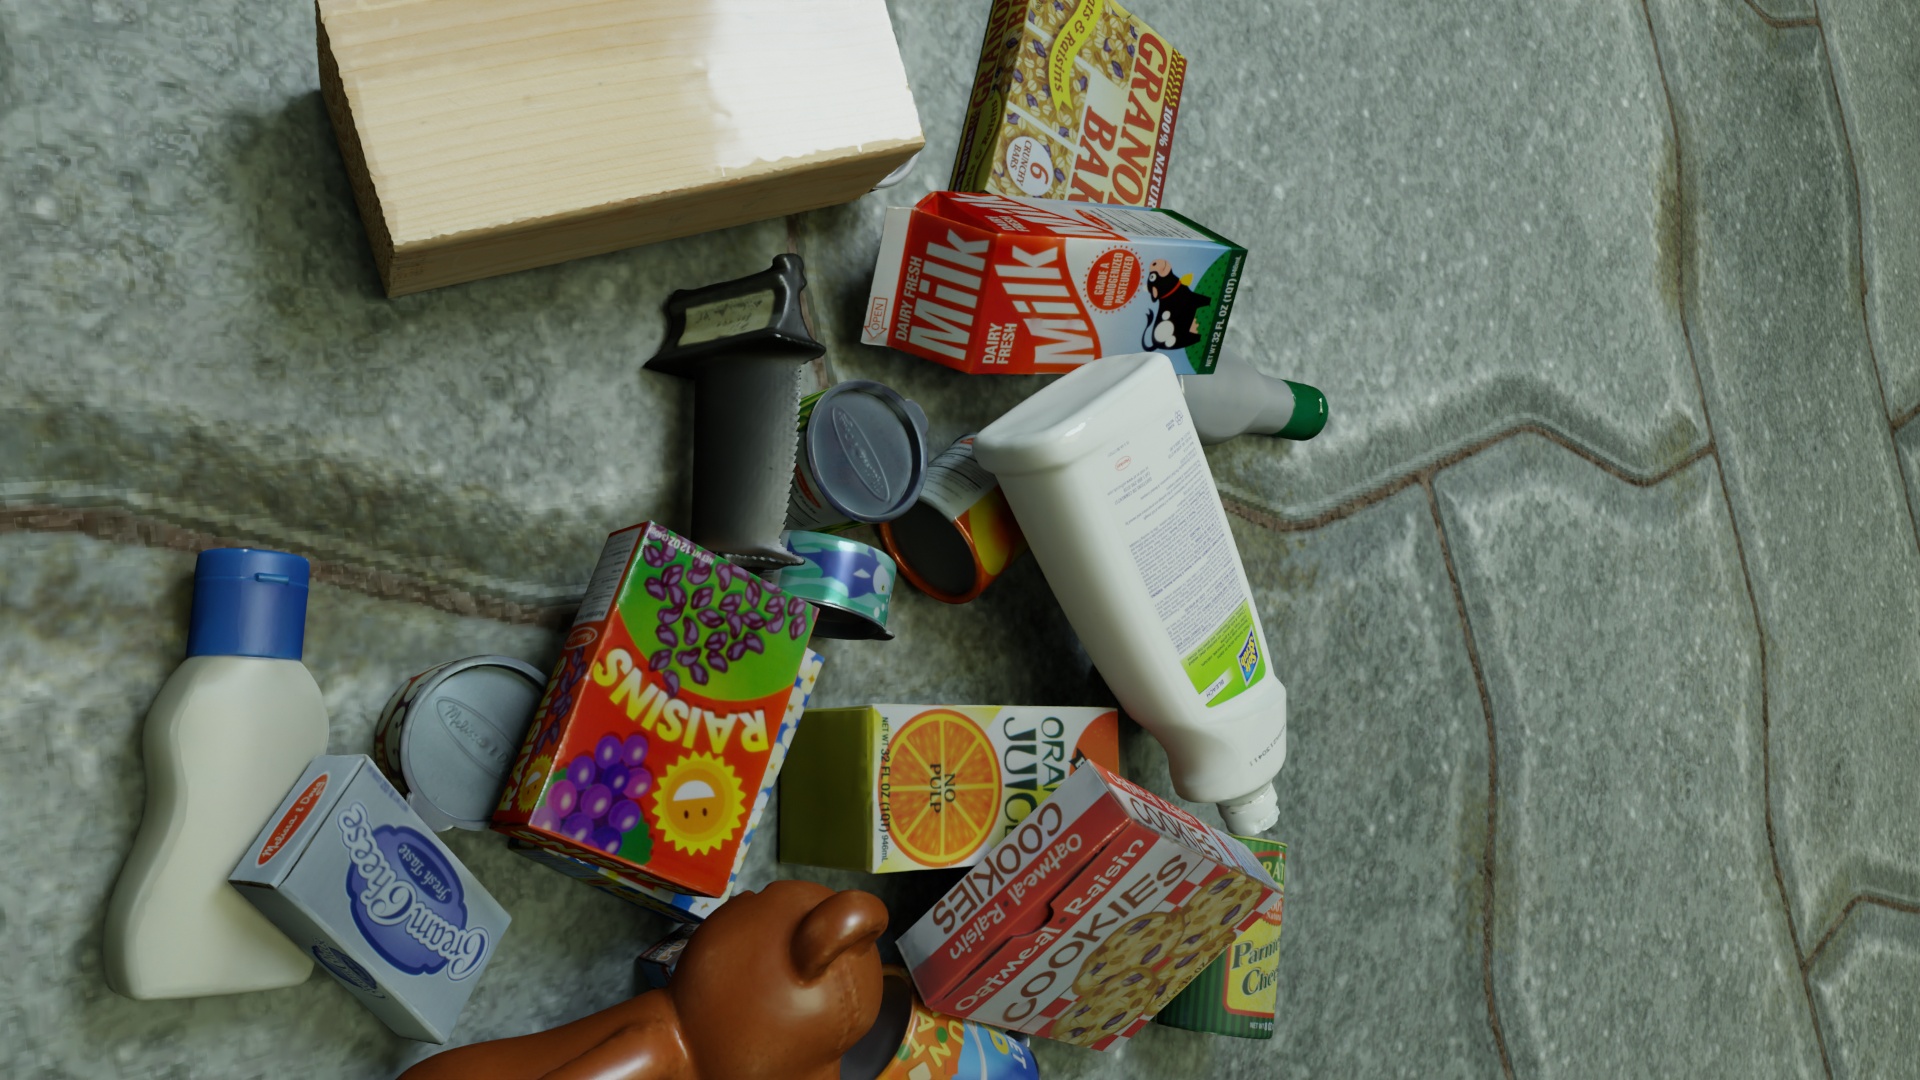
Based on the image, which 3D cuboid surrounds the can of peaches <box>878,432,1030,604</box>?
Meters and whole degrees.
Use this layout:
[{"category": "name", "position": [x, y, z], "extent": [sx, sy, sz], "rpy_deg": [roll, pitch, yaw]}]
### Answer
[{"category": "can of peaches", "position": [0.002, -0.009, 0.684], "extent": [0.058, 0.071, 0.071], "rpy_deg": [-40, 108, -36]}]

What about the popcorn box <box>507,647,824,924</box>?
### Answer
[{"category": "popcorn box", "position": [-0.120, 0.086, 0.585], "extent": [0.085, 0.038, 0.127], "rpy_deg": [35, 63, -30]}]

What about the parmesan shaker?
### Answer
[{"category": "parmesan shaker", "position": [0.143, 0.215, 0.762], "extent": [0.071, 0.071, 0.103], "rpy_deg": [18, 72, -36]}]

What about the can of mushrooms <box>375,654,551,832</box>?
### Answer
[{"category": "can of mushrooms", "position": [-0.189, 0.079, 0.534], "extent": [0.071, 0.033, 0.071], "rpy_deg": [7, 79, -39]}]

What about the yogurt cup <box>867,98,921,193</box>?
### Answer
[{"category": "yogurt cup", "position": [-0.060, -0.196, 0.671], "extent": [0.072, 0.054, 0.072], "rpy_deg": [7, 79, -38]}]

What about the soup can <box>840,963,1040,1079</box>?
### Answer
[{"category": "soup can", "position": [-0.014, 0.237, 0.629], "extent": [0.083, 0.071, 0.071], "rpy_deg": [42, 59, -26]}]

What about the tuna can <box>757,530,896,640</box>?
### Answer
[{"category": "tuna can", "position": [-0.061, 0.021, 0.625], "extent": [0.071, 0.071, 0.033], "rpy_deg": [22, 69, -35]}]

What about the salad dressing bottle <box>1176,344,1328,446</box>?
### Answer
[{"category": "salad dressing bottle", "position": [0.166, -0.086, 0.846], "extent": [0.148, 0.044, 0.064], "rpy_deg": [5, 78, -40]}]

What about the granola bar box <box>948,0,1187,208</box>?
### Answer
[{"category": "granola bar box", "position": [0.065, -0.233, 0.789], "extent": [0.124, 0.039, 0.166], "rpy_deg": [25, 68, -34]}]

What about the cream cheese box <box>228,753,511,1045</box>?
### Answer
[{"category": "cream cheese box", "position": [-0.203, 0.127, 0.489], "extent": [0.054, 0.024, 0.103], "rpy_deg": [-69, 148, -43]}]

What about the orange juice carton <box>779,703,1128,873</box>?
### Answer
[{"category": "orange juice carton", "position": [0.013, 0.116, 0.667], "extent": [0.193, 0.073, 0.072], "rpy_deg": [7, 79, -39]}]

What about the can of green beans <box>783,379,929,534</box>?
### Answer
[{"category": "can of green beans", "position": [-0.058, -0.037, 0.643], "extent": [0.071, 0.057, 0.071], "rpy_deg": [7, 78, -38]}]

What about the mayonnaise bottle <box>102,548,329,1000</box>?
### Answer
[{"category": "mayonnaise bottle", "position": [-0.251, 0.078, 0.479], "extent": [0.065, 0.041, 0.148], "rpy_deg": [12, 74, -46]}]

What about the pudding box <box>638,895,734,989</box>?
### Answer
[{"category": "pudding box", "position": [-0.095, 0.201, 0.592], "extent": [0.050, 0.030, 0.083], "rpy_deg": [-32, 103, -39]}]

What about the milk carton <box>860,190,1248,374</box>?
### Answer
[{"category": "milk carton", "position": [0.042, -0.130, 0.704], "extent": [0.191, 0.074, 0.072], "rpy_deg": [-3, 120, -29]}]

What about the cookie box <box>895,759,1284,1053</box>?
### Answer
[{"category": "cookie box", "position": [0.066, 0.178, 0.652], "extent": [0.123, 0.040, 0.167], "rpy_deg": [-46, 138, 8]}]

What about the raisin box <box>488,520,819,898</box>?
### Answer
[{"category": "raisin box", "position": [-0.116, 0.067, 0.541], "extent": [0.086, 0.040, 0.124], "rpy_deg": [31, 63, -31]}]
